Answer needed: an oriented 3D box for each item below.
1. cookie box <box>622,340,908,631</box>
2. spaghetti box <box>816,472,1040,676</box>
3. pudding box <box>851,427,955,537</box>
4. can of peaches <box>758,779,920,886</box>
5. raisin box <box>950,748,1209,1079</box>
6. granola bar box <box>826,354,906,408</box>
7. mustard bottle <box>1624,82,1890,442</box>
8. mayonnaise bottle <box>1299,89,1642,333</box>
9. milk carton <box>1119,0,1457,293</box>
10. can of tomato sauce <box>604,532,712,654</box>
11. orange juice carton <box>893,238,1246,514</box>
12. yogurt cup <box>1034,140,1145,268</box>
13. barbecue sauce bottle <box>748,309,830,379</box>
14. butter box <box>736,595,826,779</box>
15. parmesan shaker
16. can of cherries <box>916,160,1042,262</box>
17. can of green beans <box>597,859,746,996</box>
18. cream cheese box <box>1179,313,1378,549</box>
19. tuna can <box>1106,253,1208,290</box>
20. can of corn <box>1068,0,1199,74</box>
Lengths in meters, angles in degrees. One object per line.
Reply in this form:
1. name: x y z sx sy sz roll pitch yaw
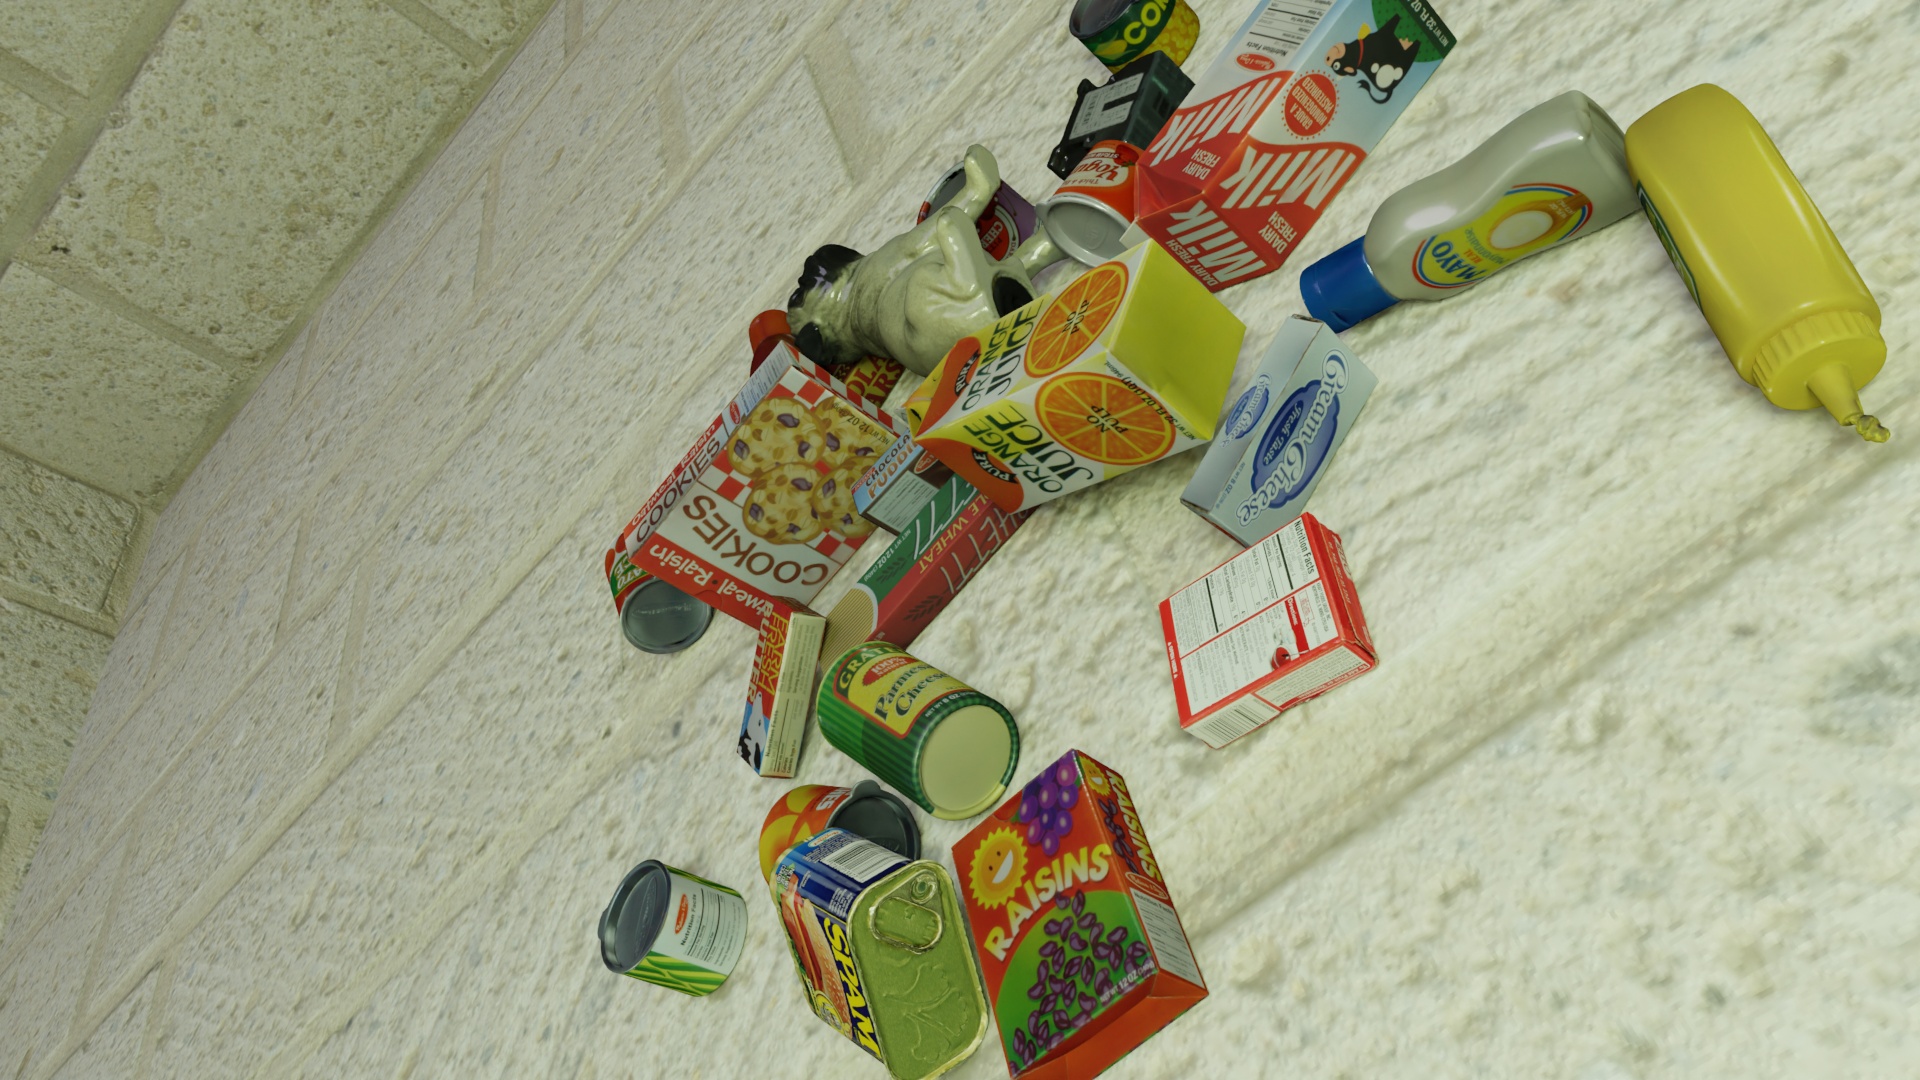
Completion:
1. cookie box: -0.118 -0.028 0.898 0.167 0.123 0.040 -47 35 14
2. spaghetti box: 0.003 -0.010 0.820 0.249 0.028 0.050 -48 37 14
3. pudding box: -0.021 -0.041 0.855 0.083 0.049 0.030 -45 38 18
4. can of peaches: -0.064 0.161 0.733 0.058 0.071 0.071 -8 58 49
5. raisin box: 0.048 0.167 0.617 0.086 0.040 0.124 -44 36 20
6. granola bar box: -0.122 -0.085 1.021 0.165 0.039 0.124 -57 35 1
7. mustard bottle: 0.293 -0.097 0.505 0.048 0.065 0.161 -29 47 29
8. mayonnaise bottle: 0.224 -0.140 0.626 0.147 0.065 0.041 -27 48 42
9. milk carton: 0.166 -0.218 0.747 0.190 0.072 0.073 -52 35 6
10. can of tomato sauce: -0.226 0.033 1.029 0.071 0.071 0.083 -51 35 9
11. orange juice carton: 0.045 -0.073 0.711 0.192 0.071 0.073 -20 41 50
12. yogurt cup: 0.090 -0.202 0.836 0.072 0.072 0.054 6 61 53
13. barbecue sauce bottle: -0.120 -0.109 0.966 0.064 0.043 0.149 -46 37 20
14. butter box: -0.110 0.089 0.852 0.053 0.024 0.103 17 96 63
15. parmesan shaker: -0.021 0.098 0.735 0.103 0.071 0.071 20 80 54
16. can of cherries: 0.012 -0.215 0.943 0.071 0.058 0.072 -31 42 33
17. can of green beans: -0.168 0.228 0.815 0.071 0.058 0.071 -30 43 33
18. cream cheese box: 0.149 -0.048 0.649 0.024 0.053 0.104 27 85 53
19. tuna can: 0.101 -0.125 0.758 0.071 0.071 0.033 9 70 53
20. can of corn: 0.117 -0.340 0.915 0.071 0.058 0.071 -31 42 33
